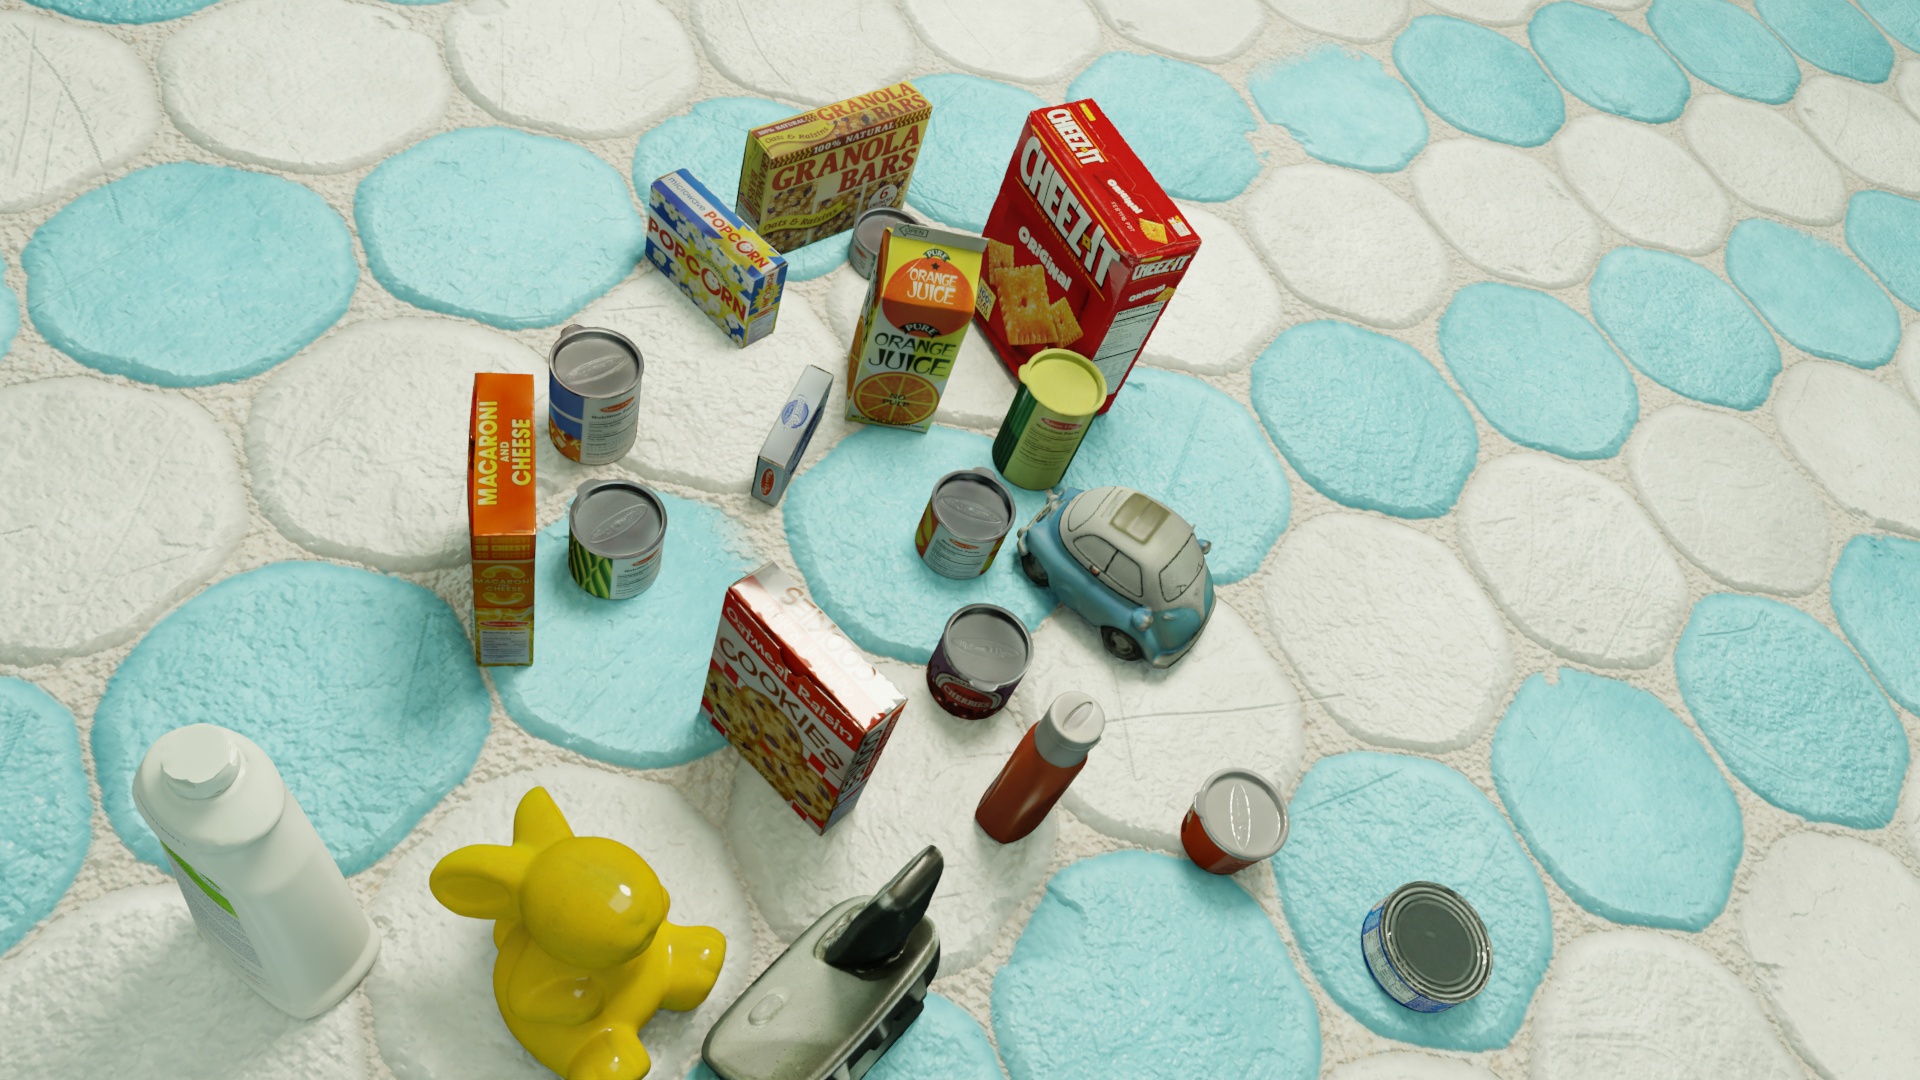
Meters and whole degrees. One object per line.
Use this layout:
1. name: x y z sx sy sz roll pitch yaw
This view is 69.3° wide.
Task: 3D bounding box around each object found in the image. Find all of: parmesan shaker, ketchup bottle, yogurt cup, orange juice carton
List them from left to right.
1. orange juice carton: -0.036 -0.172 1.074 0.072 0.191 0.073 8 56 -12
2. parmesan shaker: 0.066 -0.096 1.110 0.071 0.102 0.071 8 56 -12
3. ketchup bottle: 0.055 0.148 0.915 0.043 0.148 0.065 42 56 12
4. yogurt cup: 0.190 0.201 0.980 0.072 0.053 0.073 8 55 -12

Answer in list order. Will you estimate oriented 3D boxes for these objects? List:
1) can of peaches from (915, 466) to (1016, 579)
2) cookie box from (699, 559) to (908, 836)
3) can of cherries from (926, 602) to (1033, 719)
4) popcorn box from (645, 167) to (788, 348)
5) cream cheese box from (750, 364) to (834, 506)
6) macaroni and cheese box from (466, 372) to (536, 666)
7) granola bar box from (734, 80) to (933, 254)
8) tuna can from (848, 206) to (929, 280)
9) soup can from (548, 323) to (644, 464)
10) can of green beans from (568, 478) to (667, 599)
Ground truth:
1. can of peaches: 0.004 -0.013 1.063 0.071 0.057 0.071 8 55 -12
2. cookie box: -0.105 0.105 0.883 0.123 0.166 0.040 44 56 13
3. can of cherries: 0.012 0.089 0.997 0.071 0.058 0.072 8 55 -12
4. popcorn box: -0.201 -0.229 1.128 0.127 0.084 0.038 44 56 13
5. cream cheese box: -0.130 -0.082 1.070 0.024 0.053 0.104 23 54 -2
6. macaroni and cheese box: -0.296 -0.010 0.901 0.040 0.165 0.124 0 58 -17
7. granola bar box: -0.112 -0.316 1.189 0.166 0.123 0.039 -28 69 -31
8. tuna can: -0.062 -0.260 1.223 0.071 0.032 0.071 8 55 -12
9. soup can: -0.271 -0.108 1.025 0.071 0.083 0.072 8 56 -12
10. can of green beans: -0.242 0.000 0.978 0.071 0.057 0.071 8 55 -12
